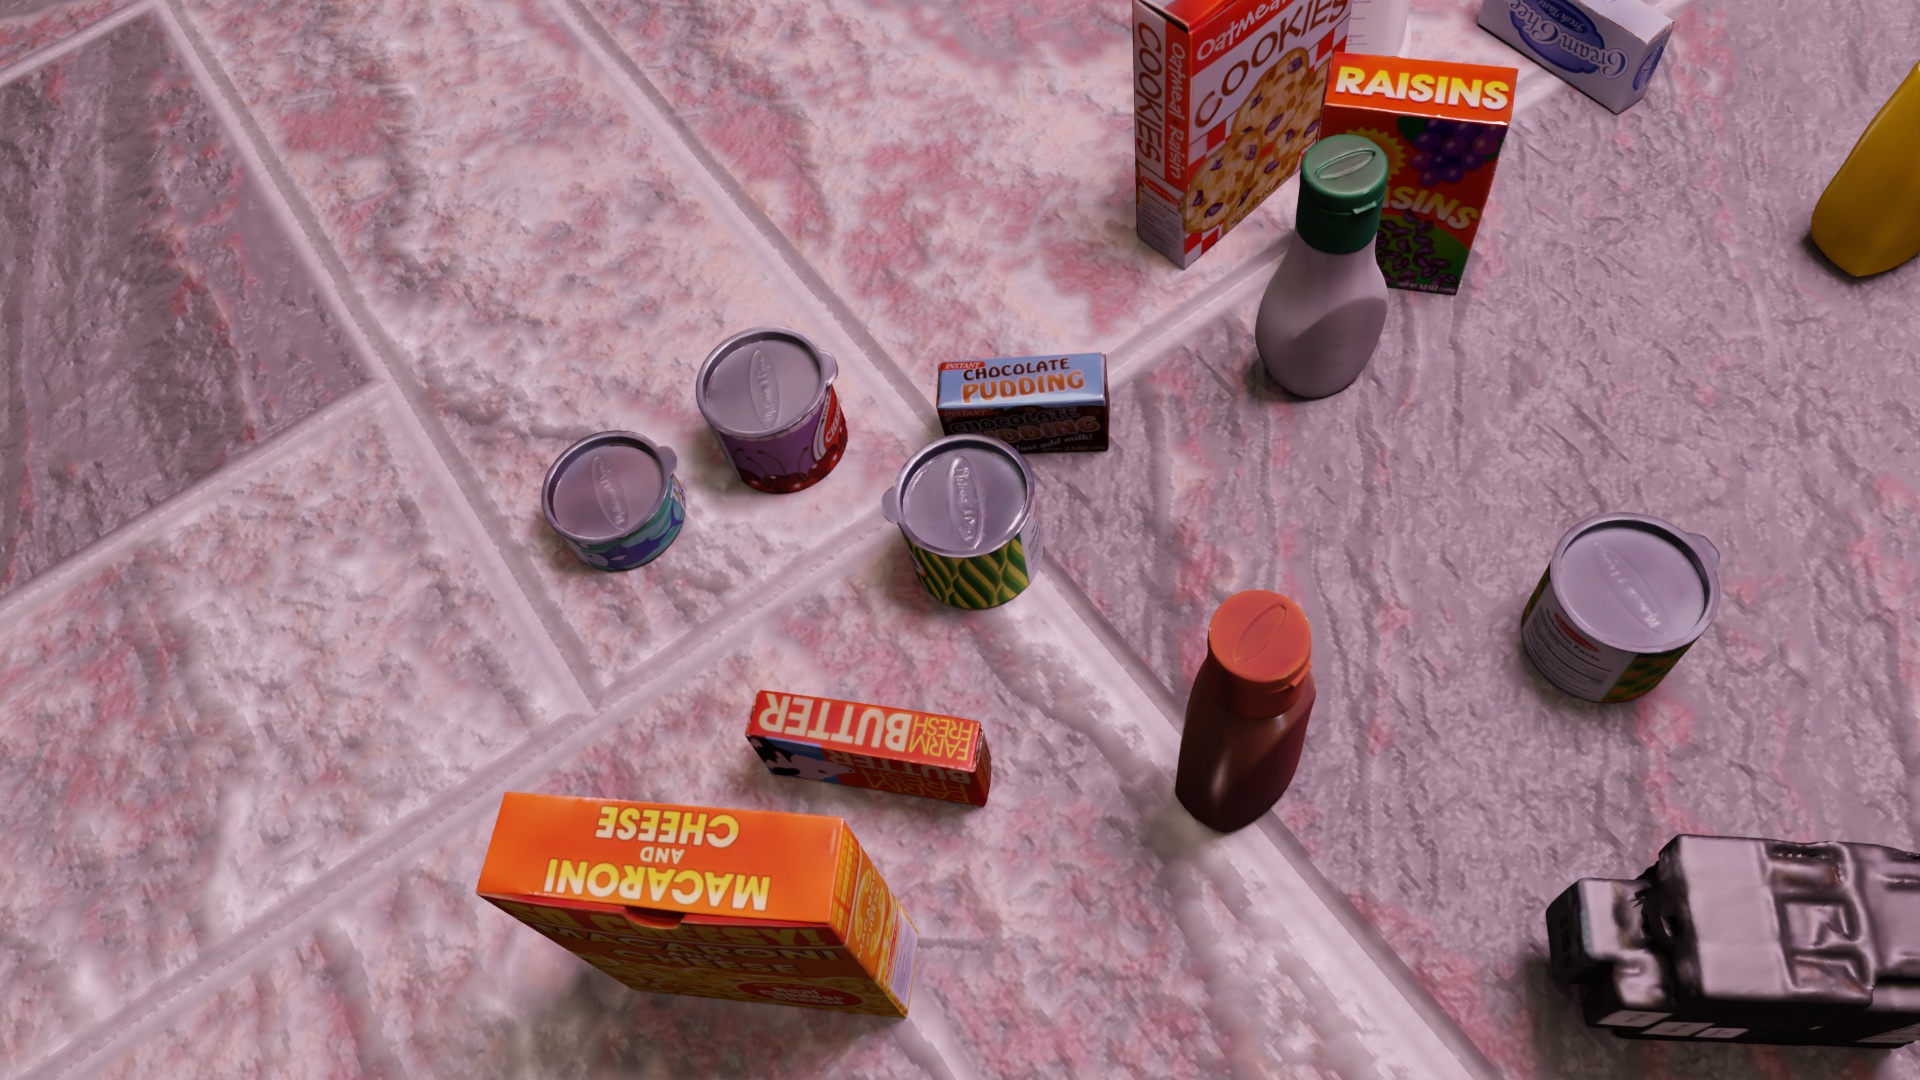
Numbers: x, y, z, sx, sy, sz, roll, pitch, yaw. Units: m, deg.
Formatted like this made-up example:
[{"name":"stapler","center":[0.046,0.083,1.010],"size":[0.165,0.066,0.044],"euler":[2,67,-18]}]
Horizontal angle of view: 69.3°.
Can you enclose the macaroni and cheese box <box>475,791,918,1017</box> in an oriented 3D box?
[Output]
[{"name":"macaroni and cheese box","center":[-0.089,0.144,0.529],"size":[0.124,0.165,0.040],"euler":[2,62,9]}]

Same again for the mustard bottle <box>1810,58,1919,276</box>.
[{"name":"mustard bottle","center":[0.454,-0.191,0.642],"size":[0.065,0.159,0.049],"euler":[-27,62,-7]}]

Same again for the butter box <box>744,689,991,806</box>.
[{"name":"butter box","center":[-0.039,0.092,0.615],"size":[0.103,0.053,0.024],"euler":[7,63,11]}]

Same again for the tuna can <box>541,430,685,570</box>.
[{"name":"tuna can","center":[-0.173,-0.021,0.706],"size":[0.071,0.032,0.071],"euler":[-3,61,6]}]

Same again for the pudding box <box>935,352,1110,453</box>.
[{"name":"pudding box","center":[0.032,-0.068,0.695],"size":[0.084,0.049,0.030],"euler":[-2,62,7]}]

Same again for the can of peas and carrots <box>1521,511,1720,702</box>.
[{"name":"can of peas and carrots","center":[0.286,0.029,0.603],"size":[0.071,0.058,0.071],"euler":[-3,61,6]}]

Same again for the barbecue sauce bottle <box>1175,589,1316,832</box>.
[{"name":"barbecue sauce bottle","center":[0.115,0.068,0.553],"size":[0.044,0.148,0.065],"euler":[37,72,23]}]

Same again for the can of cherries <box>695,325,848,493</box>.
[{"name":"can of cherries","center":[-0.092,-0.065,0.705],"size":[0.071,0.058,0.072],"euler":[-3,61,6]}]

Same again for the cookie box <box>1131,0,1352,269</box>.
[{"name":"cookie box","center":[0.144,-0.234,0.703],"size":[0.123,0.166,0.040],"euler":[-42,65,-14]}]

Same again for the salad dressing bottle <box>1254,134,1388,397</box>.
[{"name":"salad dressing bottle","center":[0.173,-0.125,0.651],"size":[0.064,0.147,0.044],"euler":[-22,61,-4]}]

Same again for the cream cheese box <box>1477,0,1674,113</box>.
[{"name":"cream cheese box","center":[0.339,-0.287,0.771],"size":[0.024,0.053,0.104],"euler":[-37,63,-12]}]

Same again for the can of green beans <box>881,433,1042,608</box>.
[{"name":"can of green beans","center":[0.005,-0.008,0.661],"size":[0.071,0.057,0.071],"euler":[-3,61,6]}]

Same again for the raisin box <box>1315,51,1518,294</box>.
[{"name":"raisin box","center":[0.218,-0.180,0.689],"size":[0.086,0.123,0.040],"euler":[11,64,13]}]
